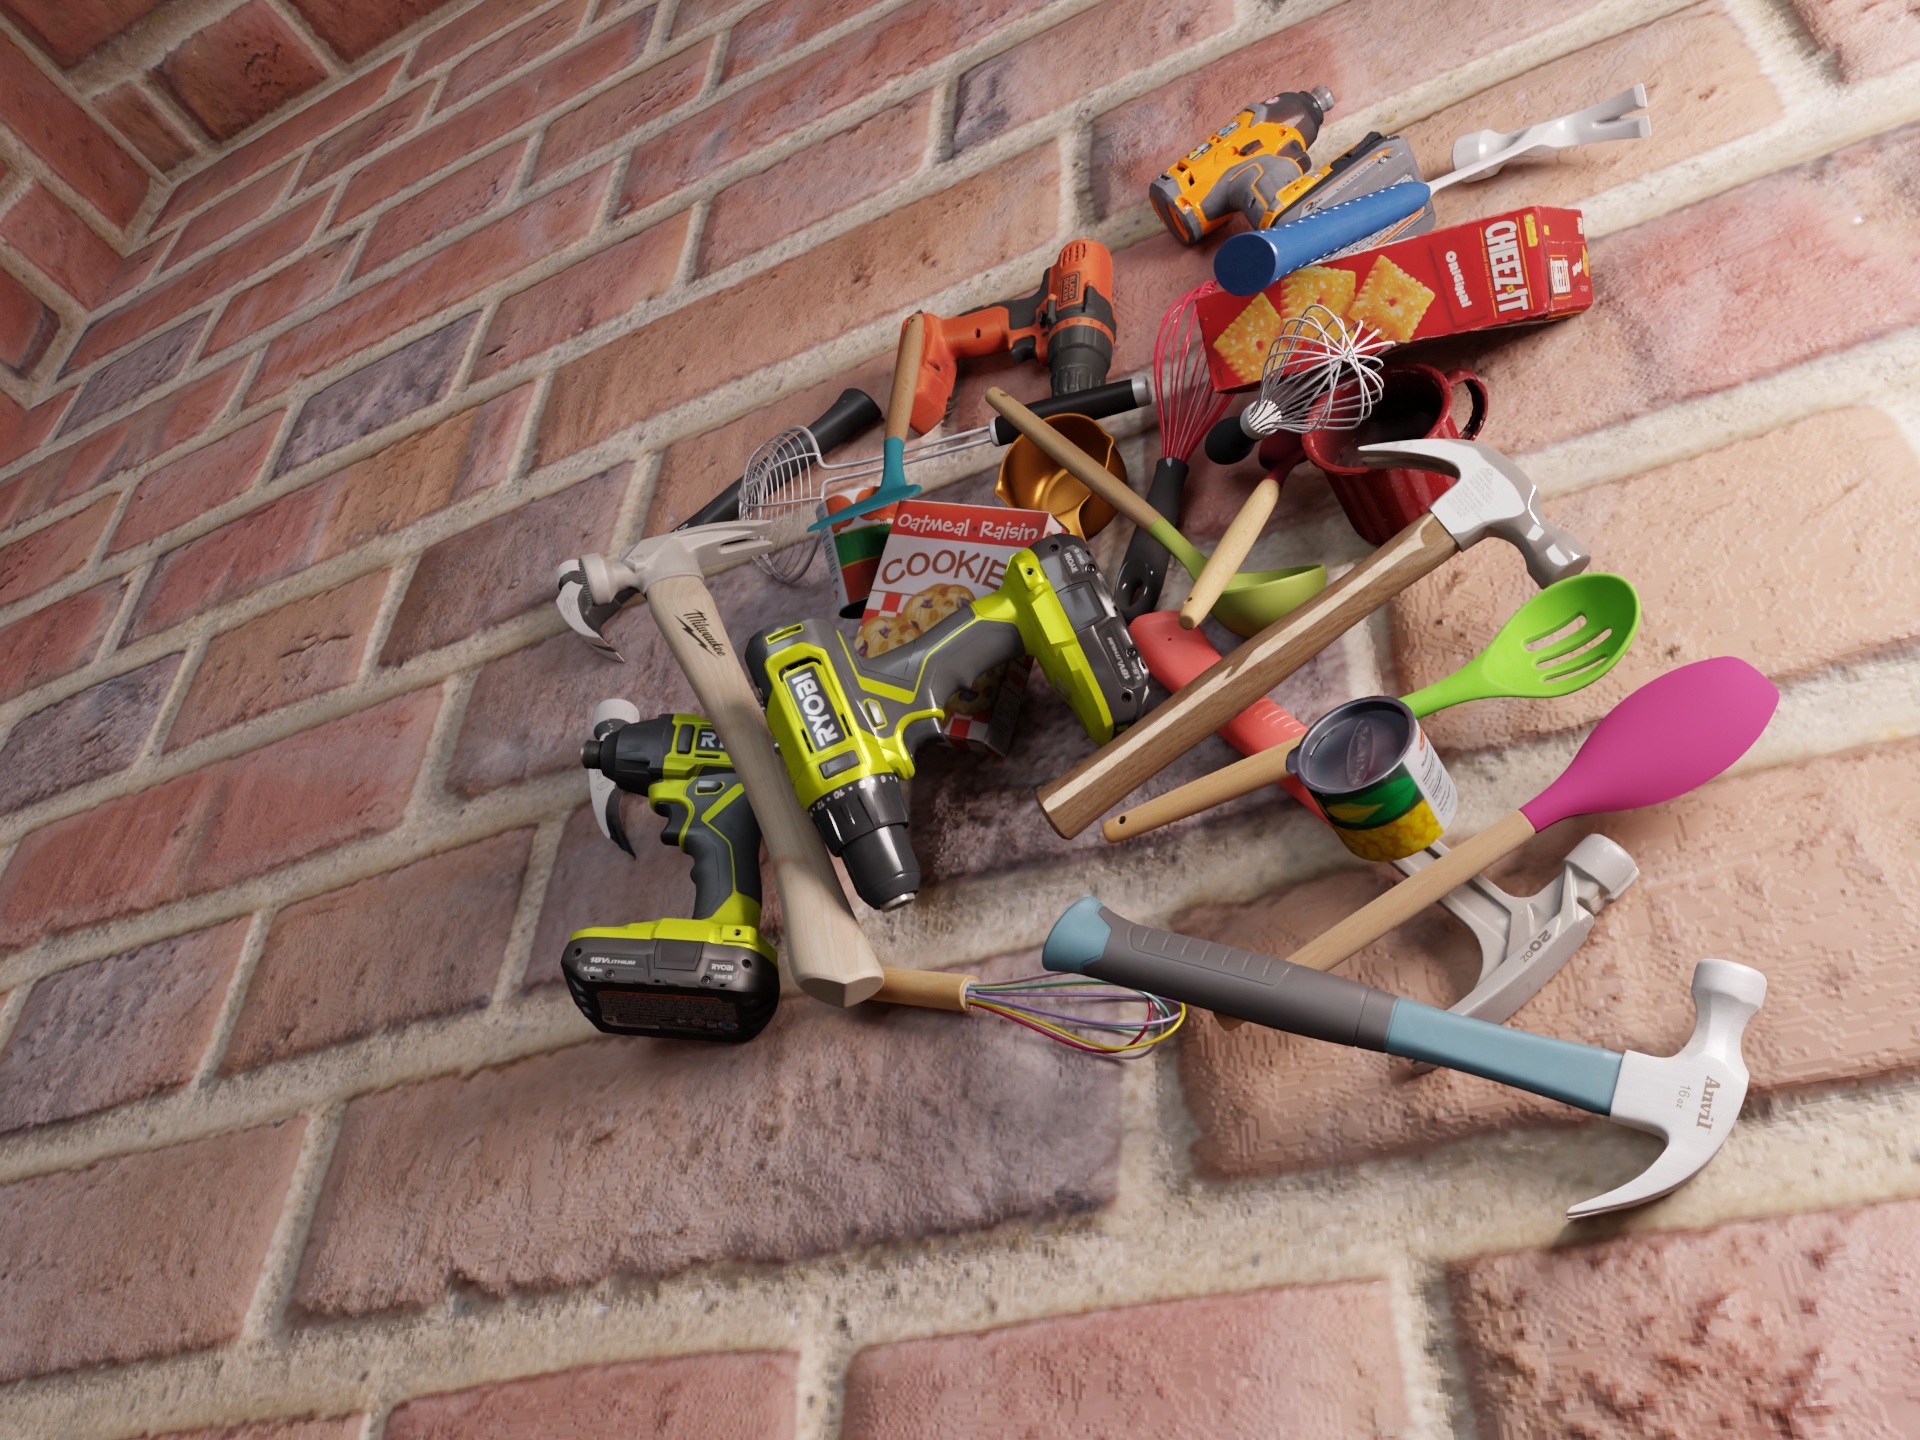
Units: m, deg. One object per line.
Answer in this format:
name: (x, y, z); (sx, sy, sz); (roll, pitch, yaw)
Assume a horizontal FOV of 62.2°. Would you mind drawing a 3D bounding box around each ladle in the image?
ladle: (0.117, -0.154, 1.063); (0.078, 0.062, 0.320); (-18, 47, -33)
ladle: (0.186, -0.135, 0.989); (0.069, 0.031, 0.315); (-28, 15, 38)

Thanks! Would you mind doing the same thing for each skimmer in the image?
skimmer: (-0.019, -0.202, 1.250); (0.363, 0.090, 0.127); (-12, 75, 19)

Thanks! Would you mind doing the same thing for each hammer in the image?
hammer: (-0.133, 0.013, 1.072); (0.146, 0.038, 0.411); (-16, 53, -18)
hammer: (-0.109, -0.022, 1.182); (0.409, 0.036, 0.149); (-23, 46, 18)
hammer: (0.195, 0.142, 0.766); (0.331, 0.033, 0.128); (12, 73, 27)
hammer: (0.181, -0.041, 0.916); (0.331, 0.031, 0.130); (-37, 66, 10)
hammer: (-0.210, -0.179, 1.390); (0.335, 0.035, 0.146); (-35, 41, 5)
hammer: (0.197, 0.038, 0.908); (0.149, 0.036, 0.359); (-42, 42, -2)
hammer: (0.295, -0.335, 1.002); (0.144, 0.035, 0.405); (0, 24, 46)

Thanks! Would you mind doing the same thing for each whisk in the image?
whisk: (0.021, 0.163, 0.926); (0.245, 0.051, 0.047); (-1, 60, 39)
whisk: (0.154, -0.195, 1.127); (0.073, 0.073, 0.296); (0, 62, 36)
whisk: (0.192, -0.188, 0.965); (0.070, 0.070, 0.284); (-44, 3, -4)

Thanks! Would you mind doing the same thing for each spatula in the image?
spatula: (-0.050, -0.231, 1.194); (0.082, 0.044, 0.318); (-17, 39, 19)

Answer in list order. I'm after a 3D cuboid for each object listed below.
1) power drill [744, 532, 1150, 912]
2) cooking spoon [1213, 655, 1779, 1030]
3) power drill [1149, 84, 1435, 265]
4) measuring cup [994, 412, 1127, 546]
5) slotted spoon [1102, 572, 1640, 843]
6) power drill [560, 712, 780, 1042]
power drill: (-0.002, -0.003, 0.996); (0.228, 0.080, 0.191); (-23, 75, -4)
cooking spoon: (0.263, 0.065, 0.799); (0.319, 0.017, 0.069); (-35, 40, 6)
power drill: (0.261, -0.414, 1.218); (0.164, 0.084, 0.227); (-38, 38, 2)
measuring cup: (0.085, -0.136, 1.134); (0.095, 0.052, 0.174); (-22, 60, 19)
slotted spoon: (0.219, 0.004, 0.876); (0.314, 0.031, 0.070); (-25, 45, 19)
power drill: (-0.186, 0.095, 1.069); (0.171, 0.080, 0.223); (4, 52, 1)
